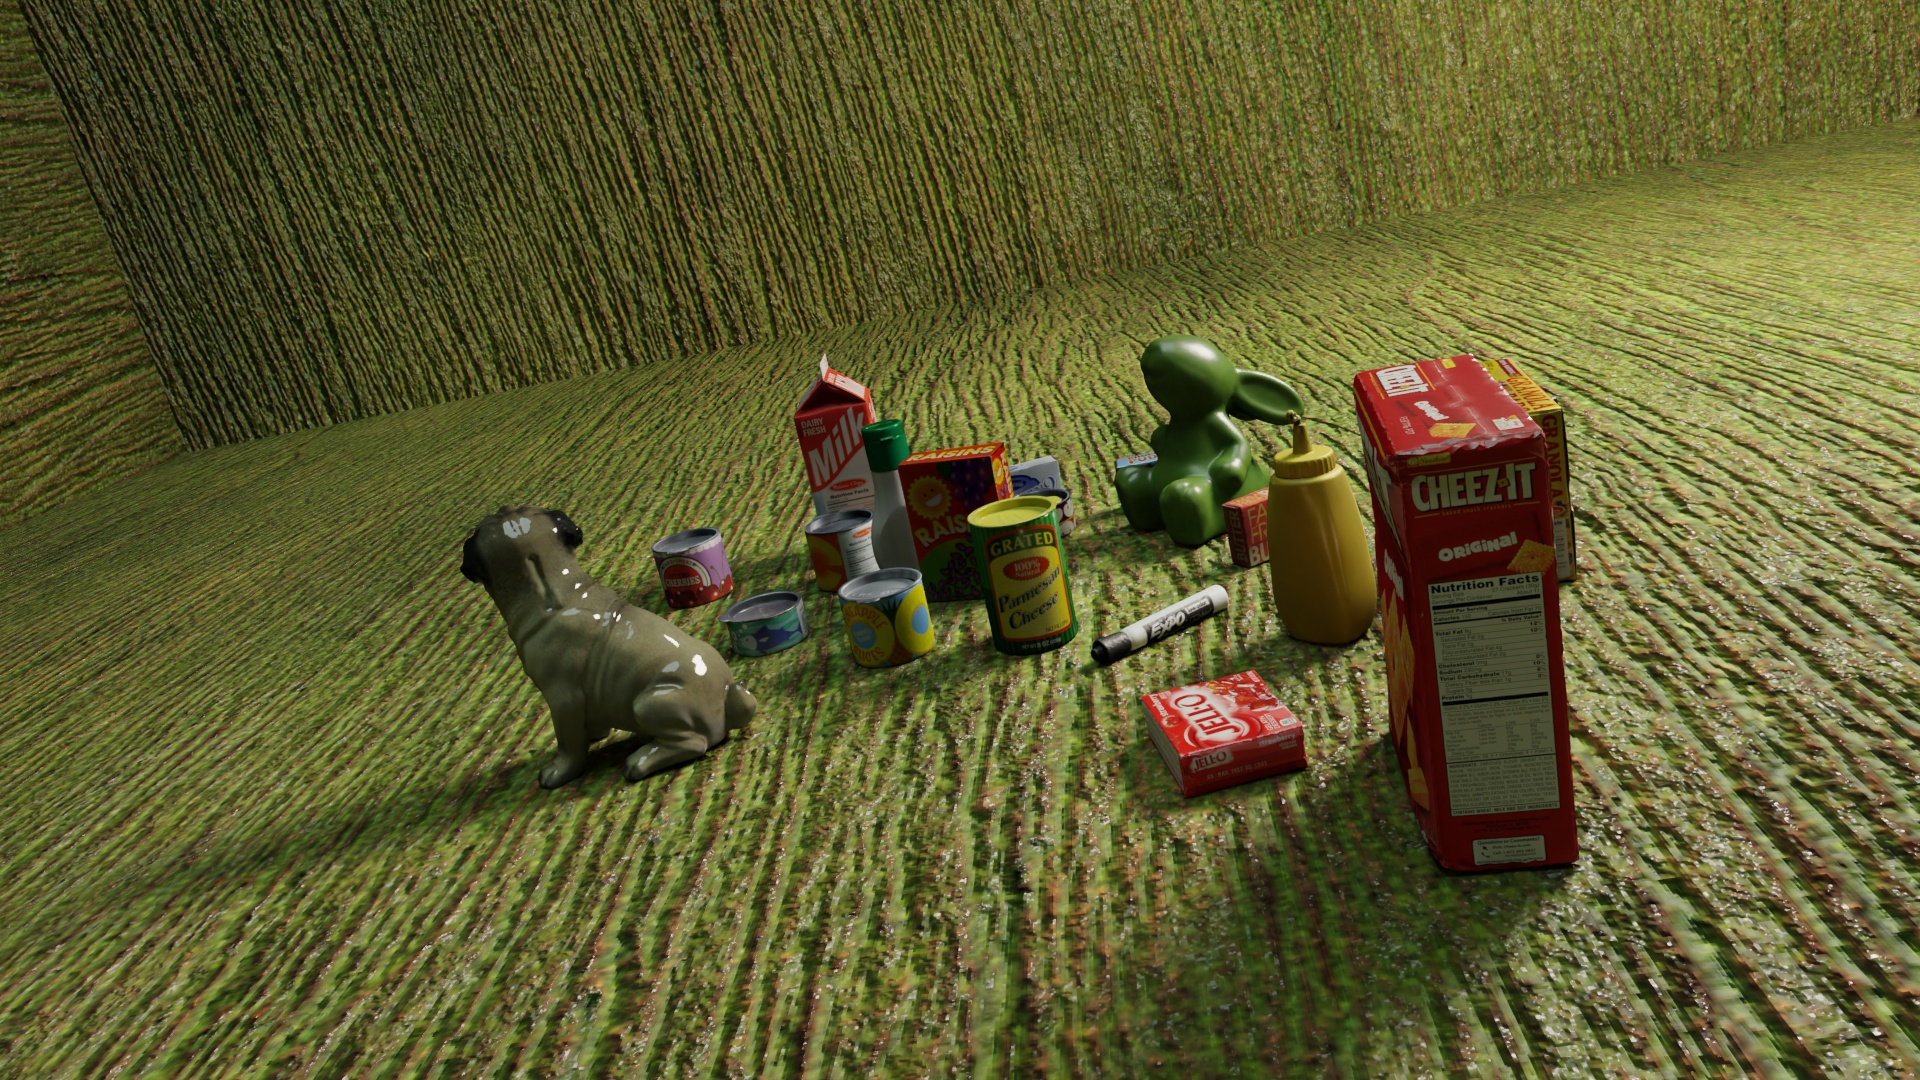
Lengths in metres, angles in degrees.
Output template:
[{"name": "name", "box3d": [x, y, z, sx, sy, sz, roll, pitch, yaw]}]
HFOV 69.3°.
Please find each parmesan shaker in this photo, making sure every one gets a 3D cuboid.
[{"name": "parmesan shaker", "box3d": [0.050, 0.025, 1.033, 0.071, 0.102, 0.071, -11, 17, 3]}]

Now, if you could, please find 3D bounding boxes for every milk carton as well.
[{"name": "milk carton", "box3d": [-0.111, -0.081, 1.333, 0.073, 0.190, 0.072, -12, 17, 1]}]

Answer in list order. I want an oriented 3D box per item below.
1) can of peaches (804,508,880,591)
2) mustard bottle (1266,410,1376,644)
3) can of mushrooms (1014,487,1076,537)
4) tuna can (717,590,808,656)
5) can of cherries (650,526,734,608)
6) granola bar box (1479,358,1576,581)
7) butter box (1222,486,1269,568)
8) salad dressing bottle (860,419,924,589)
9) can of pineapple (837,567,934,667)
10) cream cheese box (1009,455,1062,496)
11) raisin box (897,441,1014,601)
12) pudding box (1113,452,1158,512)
[{"name": "can of peaches", "box3d": [-0.105, 0.008, 1.268, 0.071, 0.058, 0.071, -11, 17, 3]}, {"name": "mustard bottle", "box3d": [0.236, -0.011, 0.926, 0.049, 0.159, 0.065, -26, 21, -39]}, {"name": "can of mushrooms", "box3d": [0.073, -0.024, 1.290, 0.071, 0.033, 0.071, -11, 17, 3]}, {"name": "tuna can", "box3d": [-0.163, 0.070, 1.155, 0.071, 0.032, 0.071, -11, 17, 3]}, {"name": "can of cherries", "box3d": [-0.253, 0.026, 1.310, 0.071, 0.058, 0.072, -11, 17, 3]}, {"name": "granola bar box", "box3d": [0.405, -0.054, 1.009, 0.039, 0.123, 0.166, -8, 17, 12]}, {"name": "butter box", "box3d": [0.261, -0.019, 1.116, 0.104, 0.053, 0.024, -19, 18, -22]}, {"name": "salad dressing bottle", "box3d": [-0.052, -0.030, 1.203, 0.064, 0.147, 0.044, -14, 17, -7]}, {"name": "can of pineapple", "box3d": [-0.058, 0.060, 1.072, 0.071, 0.057, 0.071, -11, 17, 3]}, {"name": "cream cheese box", "box3d": [0.047, -0.043, 1.336, 0.104, 0.053, 0.024, -15, 17, -8]}, {"name": "raisin box", "box3d": [0.004, -0.014, 1.156, 0.086, 0.123, 0.040, -5, 18, 22]}, {"name": "pudding box", "box3d": [0.189, -0.058, 1.294, 0.084, 0.049, 0.030, -11, 17, 5]}]
